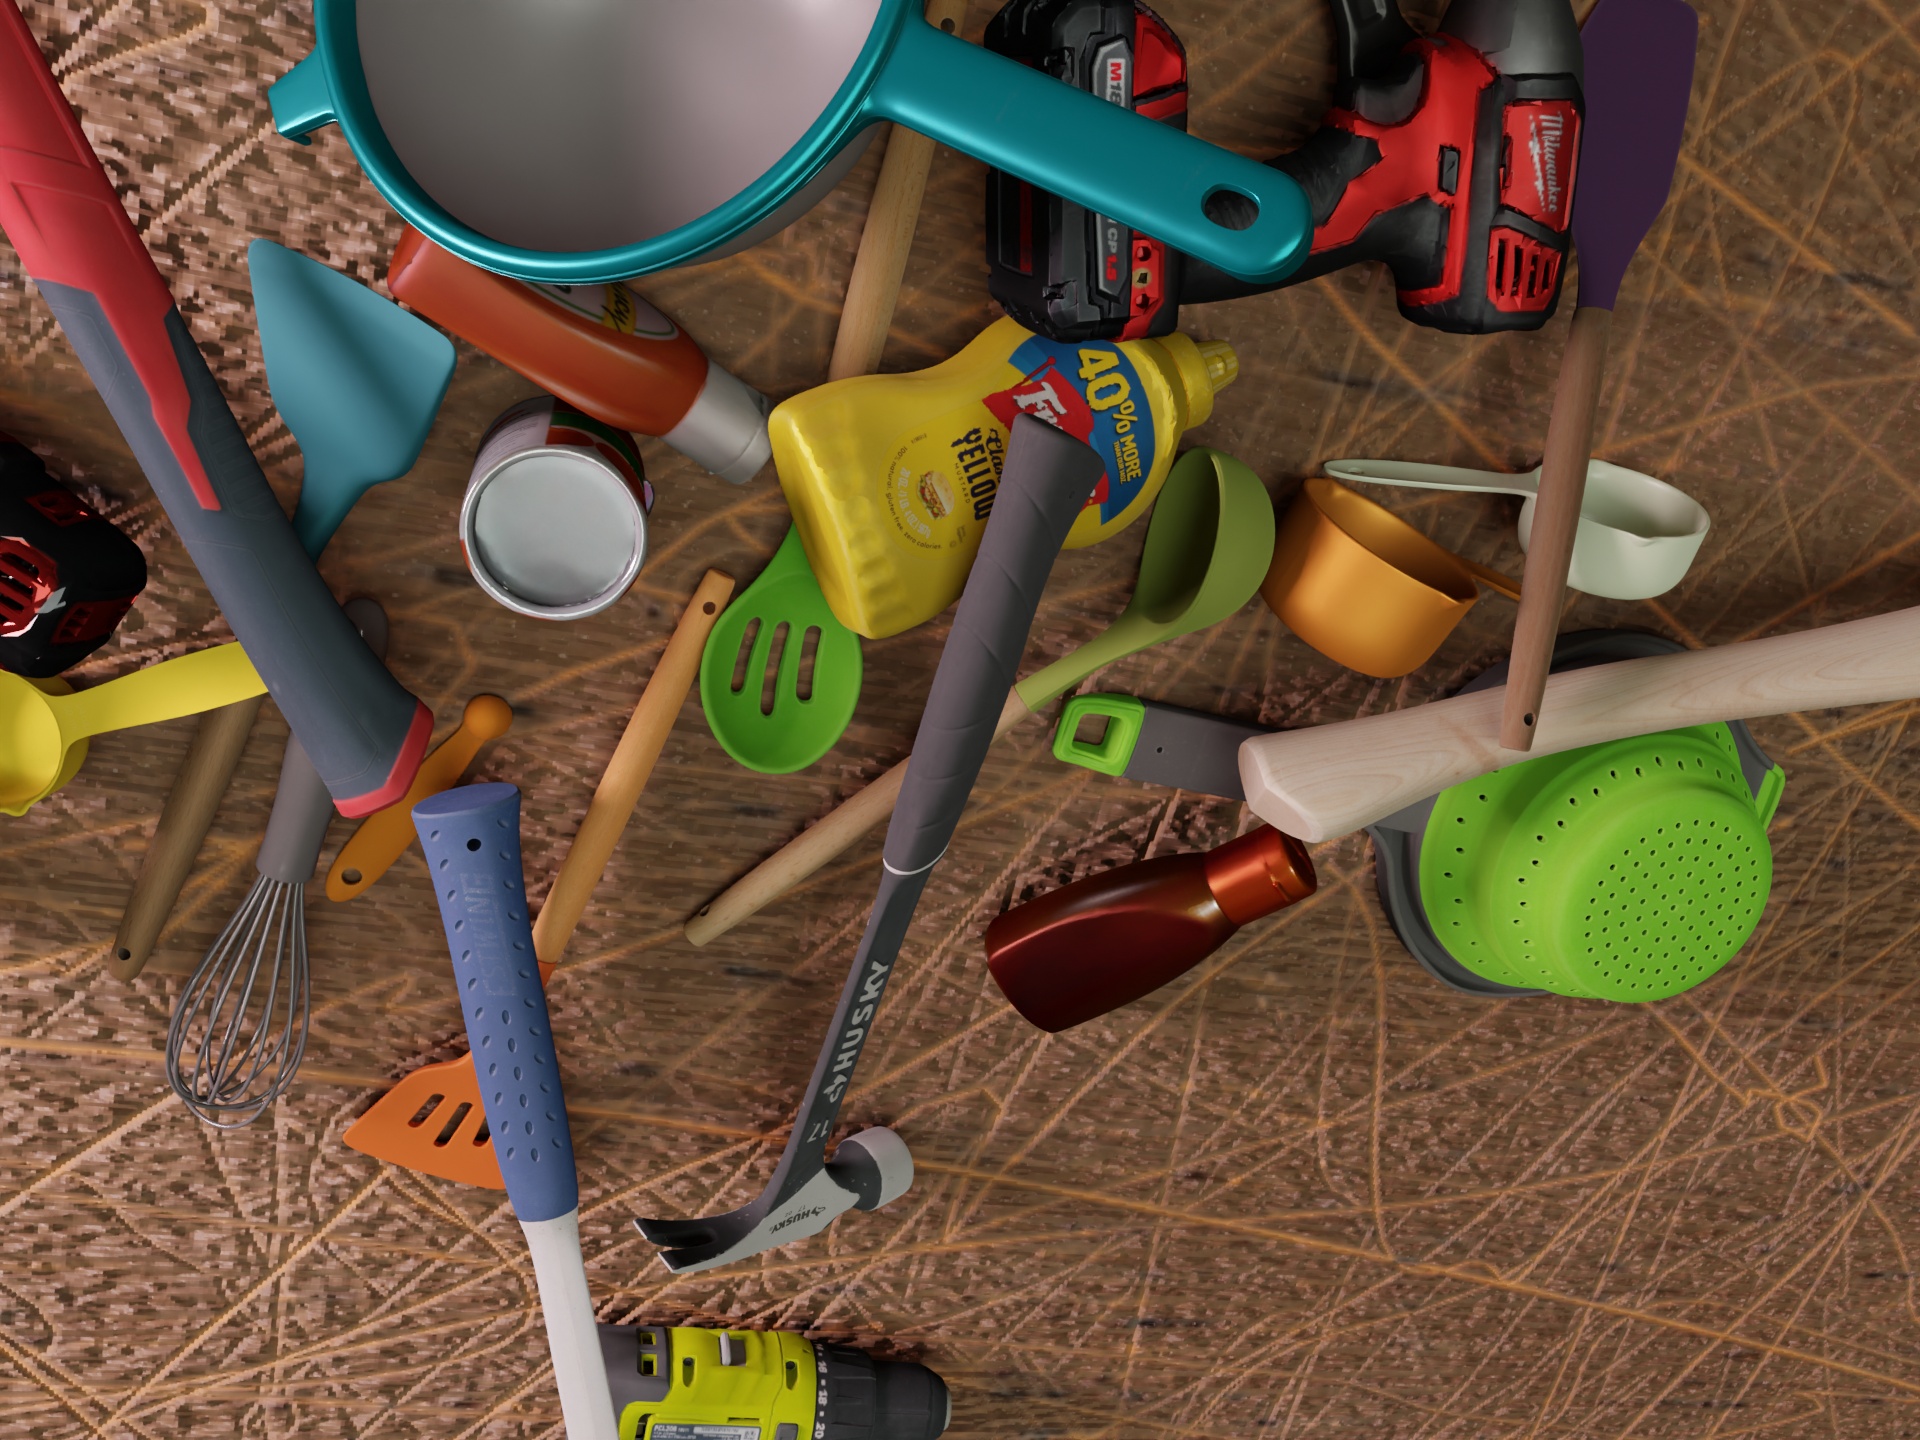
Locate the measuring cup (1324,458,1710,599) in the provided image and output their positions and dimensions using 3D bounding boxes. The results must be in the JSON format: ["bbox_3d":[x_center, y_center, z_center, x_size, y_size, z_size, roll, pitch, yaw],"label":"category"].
[{"bbox_3d":[0.241,-0.088,0.703,0.167,0.083,0.038,7,123,1],"label":"measuring cup"}]

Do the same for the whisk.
[{"bbox_3d":[-0.274,0.061,0.650,0.055,0.055,0.239,17,104,-19],"label":"whisk"}]

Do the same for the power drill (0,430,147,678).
[{"bbox_3d":[-0.419,-0.028,0.551,0.188,0.080,0.226,37,98,-7],"label":"power drill"}]

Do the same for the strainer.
[{"bbox_3d":[-0.041,-0.204,0.499,0.340,0.095,0.211,29,96,16],"label":"strainer"}]

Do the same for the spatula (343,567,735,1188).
[{"bbox_3d":[-0.174,0.077,0.694,0.081,0.041,0.322,24,101,-20],"label":"spatula"}]

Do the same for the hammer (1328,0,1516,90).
[{"bbox_3d":[0.103,-0.361,0.565,0.127,0.034,0.336,-27,116,-2],"label":"hammer"}]

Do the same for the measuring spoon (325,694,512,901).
[{"bbox_3d":[-0.229,0.035,0.667,0.021,0.011,0.117,39,100,-24],"label":"measuring spoon"}]

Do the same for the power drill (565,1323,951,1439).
[{"bbox_3d":[-0.117,0.416,0.822,0.190,0.080,0.228,10,107,-16],"label":"power drill"}]

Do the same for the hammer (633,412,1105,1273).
[{"bbox_3d":[-0.028,0.068,0.647,0.149,0.036,0.408,-11,129,-46],"label":"hammer"}]

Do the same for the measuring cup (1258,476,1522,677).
[{"bbox_3d":[0.201,-0.051,0.705,0.173,0.095,0.052,12,122,-39],"label":"measuring cup"}]

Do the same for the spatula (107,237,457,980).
[{"bbox_3d":[-0.280,-0.024,0.613,0.082,0.044,0.317,29,106,-2],"label":"spatula"}]

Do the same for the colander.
[{"bbox_3d":[0.237,0.052,0.738,0.397,0.095,0.204,11,110,-18],"label":"colander"}]

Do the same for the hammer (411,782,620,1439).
[{"bbox_3d":[-0.184,0.225,0.693,0.144,0.035,0.405,-9,107,-10],"label":"hammer"}]

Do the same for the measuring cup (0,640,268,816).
[{"bbox_3d":[-0.316,-0.008,0.606,0.156,0.029,0.062,-15,102,2],"label":"measuring cup"}]

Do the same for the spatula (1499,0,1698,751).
[{"bbox_3d":[0.254,-0.144,0.655,0.059,0.018,0.316,9,92,-14],"label":"spatula"}]

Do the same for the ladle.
[{"bbox_3d":[-0.001,-0.002,0.683,0.320,0.078,0.062,-36,119,11],"label":"ladle"}]

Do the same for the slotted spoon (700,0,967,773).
[{"bbox_3d":[-0.044,-0.127,0.634,0.070,0.031,0.313,9,108,-23],"label":"slotted spoon"}]

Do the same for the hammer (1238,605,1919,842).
[{"bbox_3d":[0.320,-0.022,0.707,0.410,0.146,0.038,-10,156,-9],"label":"hammer"}]

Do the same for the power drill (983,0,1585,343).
[{"bbox_3d":[0.124,-0.209,0.573,0.219,0.079,0.143,-7,113,-15],"label":"power drill"}]

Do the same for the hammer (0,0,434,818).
[{"bbox_3d":[-0.290,-0.132,0.511,0.143,0.038,0.386,-33,113,-31],"label":"hammer"}]
